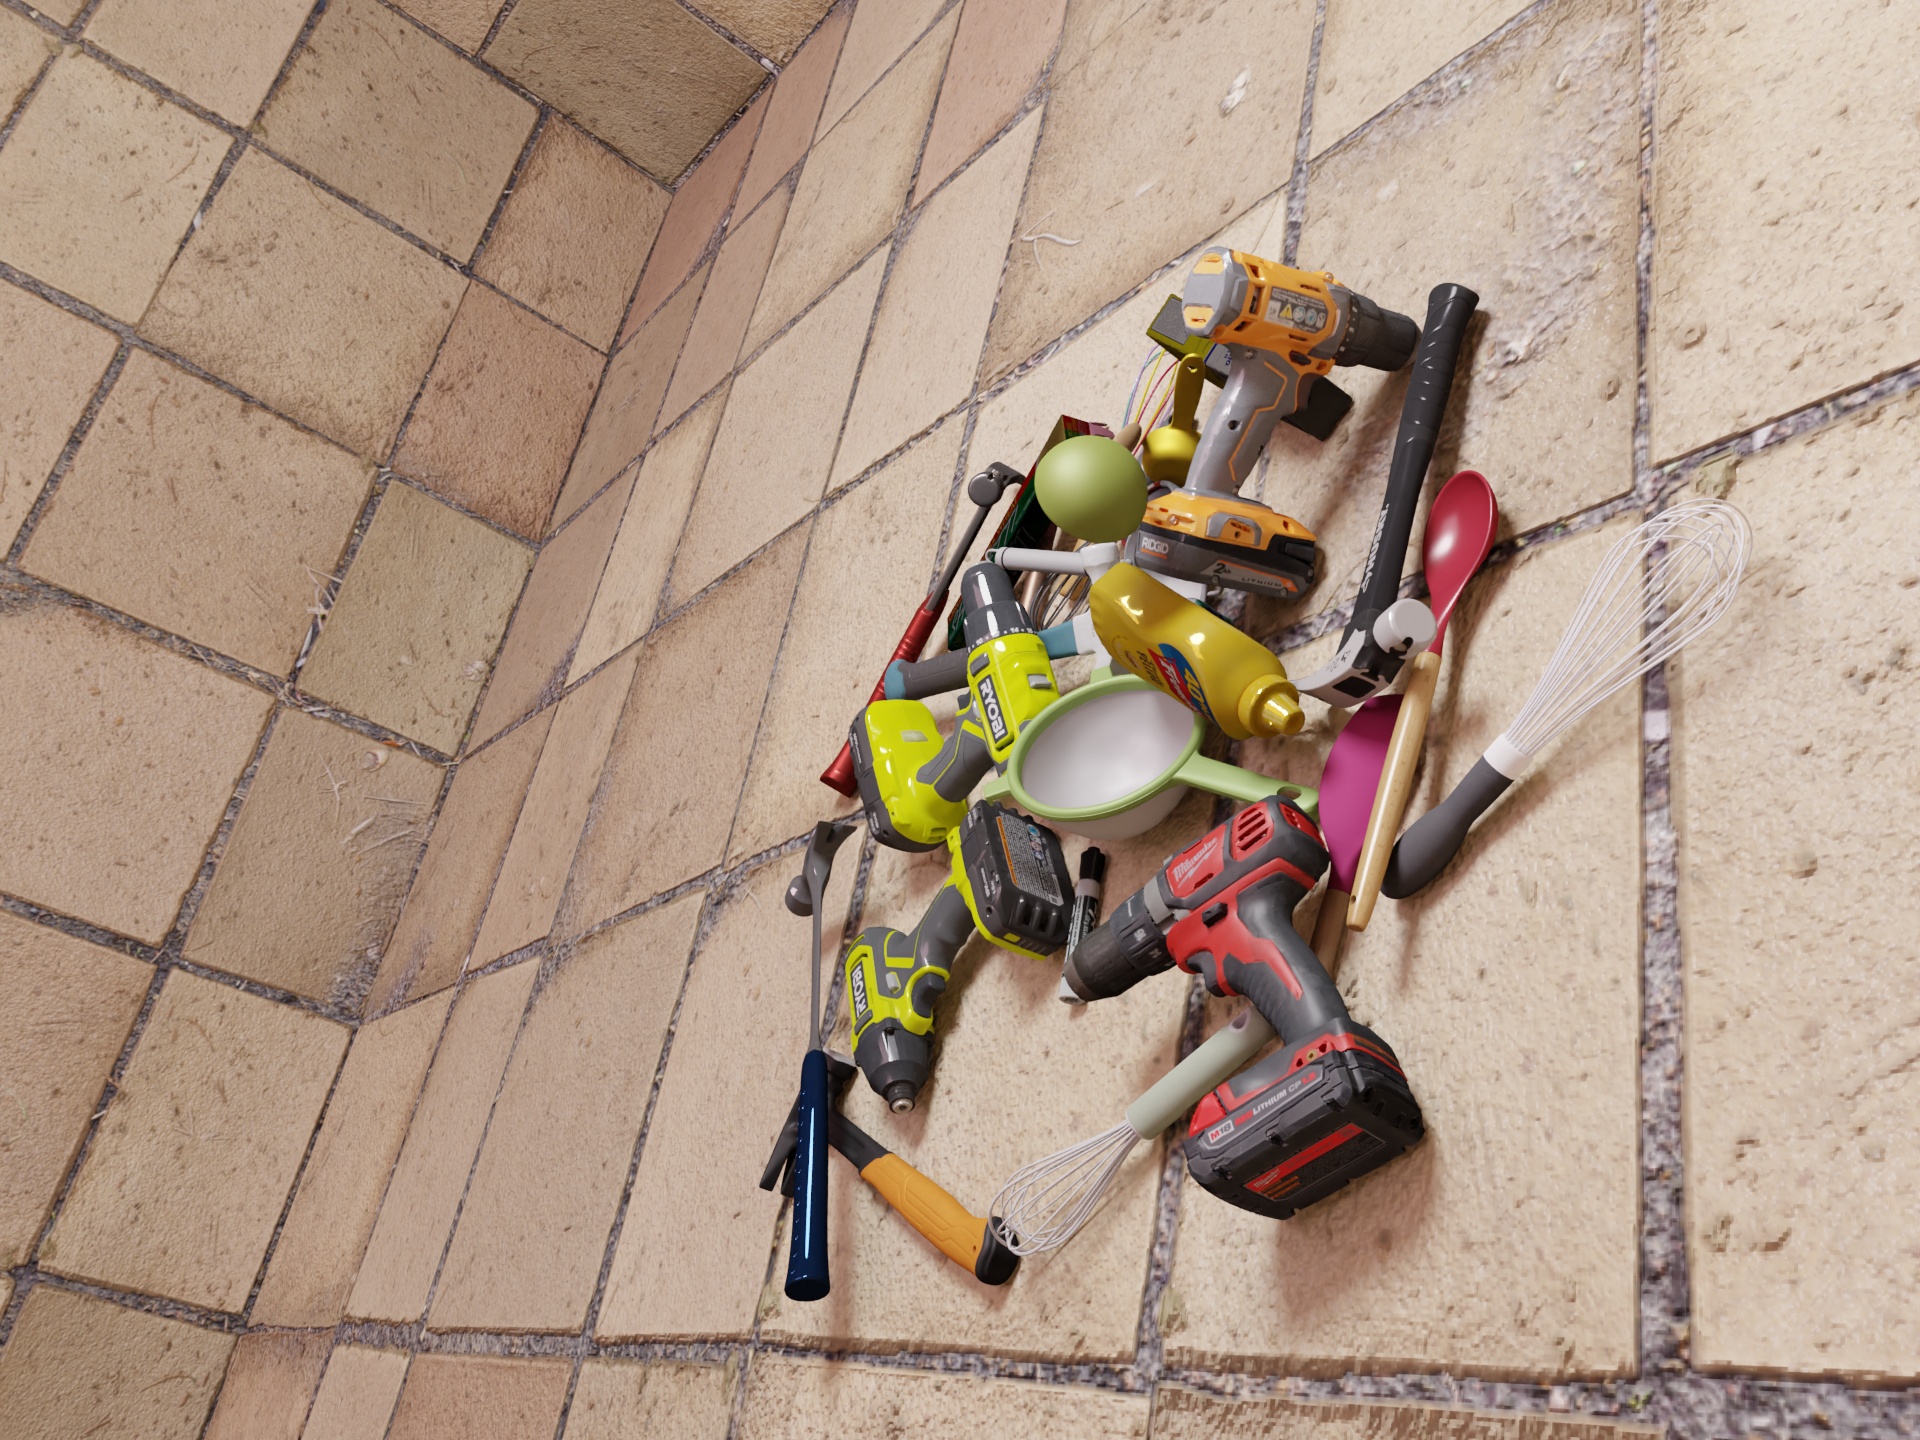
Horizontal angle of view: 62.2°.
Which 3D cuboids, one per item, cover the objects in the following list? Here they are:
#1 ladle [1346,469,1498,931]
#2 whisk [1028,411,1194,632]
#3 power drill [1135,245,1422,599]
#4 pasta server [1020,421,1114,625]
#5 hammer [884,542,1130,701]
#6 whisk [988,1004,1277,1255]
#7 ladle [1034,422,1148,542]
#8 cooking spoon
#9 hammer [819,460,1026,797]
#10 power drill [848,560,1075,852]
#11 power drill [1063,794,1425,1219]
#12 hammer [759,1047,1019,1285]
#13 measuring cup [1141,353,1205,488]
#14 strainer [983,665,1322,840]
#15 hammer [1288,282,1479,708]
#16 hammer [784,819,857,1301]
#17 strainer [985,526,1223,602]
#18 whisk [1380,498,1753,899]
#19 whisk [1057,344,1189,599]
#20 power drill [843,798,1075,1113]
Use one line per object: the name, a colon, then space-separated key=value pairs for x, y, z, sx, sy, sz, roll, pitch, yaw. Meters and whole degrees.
ladle: x=0.276 y=-0.017 z=0.957 sx=0.069 sy=0.031 sz=0.316 roll=-39 pitch=26 yaw=63
whisk: x=0.132 y=-0.164 z=1.349 sx=0.239 sy=0.055 sz=0.055 roll=-58 pitch=28 yaw=-1
power drill: x=0.228 y=-0.204 z=1.127 sx=0.084 sy=0.185 sz=0.226 roll=33 pitch=113 yaw=62
pasta server: x=0.077 y=-0.135 z=1.436 sx=0.060 sy=0.040 sz=0.316 roll=-11 pitch=60 yaw=56
hammer: x=0.033 y=-0.054 z=1.355 sx=0.331 sy=0.033 sz=0.128 roll=-13 pitch=87 yaw=54
whisk: x=0.109 y=0.261 z=1.007 sx=0.246 sy=0.059 sz=0.058 roll=-45 pitch=15 yaw=19
ladle: x=0.110 y=-0.187 z=1.163 sx=0.062 sy=0.078 sz=0.320 roll=-59 pitch=-1 yaw=19
cooking spoon: x=0.222 y=0.128 z=0.962 sx=0.069 sy=0.017 sz=0.319 roll=-4 pitch=61 yaw=54
hammer: x=-0.040 y=-0.086 z=1.541 sx=0.359 sy=0.037 sz=0.149 roll=-61 pitch=-4 yaw=15
power drill: x=-0.002 y=-0.004 z=1.320 sx=0.228 sy=0.080 sz=0.191 roll=-39 pitch=60 yaw=47
power drill: x=0.153 y=0.171 z=0.932 sx=0.188 sy=0.080 sz=0.227 roll=-38 pitch=39 yaw=23
hammer: x=-0.056 y=0.354 z=1.209 sx=0.337 sy=0.034 sz=0.127 roll=11 pitch=74 yaw=61
measuring cup: x=0.175 y=-0.232 z=1.255 sx=0.156 sy=0.062 sz=0.029 roll=85 pitch=-164 yaw=-66
strainer: x=0.151 y=0.048 z=1.119 sx=0.256 sy=0.069 sz=0.151 roll=16 pitch=53 yaw=44
hammer: x=0.293 y=-0.158 z=1.052 sx=0.146 sy=0.035 sz=0.335 roll=124 pitch=167 yaw=-64
hammer: x=-0.118 y=0.262 z=1.293 sx=0.144 sy=0.035 sz=0.406 roll=115 pitch=160 yaw=-45
strainer: x=0.116 y=-0.126 z=1.284 sx=0.259 sy=0.086 sz=0.050 roll=10 pitch=30 yaw=42
whisk: x=0.322 y=-0.004 z=0.874 sx=0.284 sy=0.070 sz=0.070 roll=-55 pitch=28 yaw=24
whisk: x=0.144 y=-0.218 z=1.388 sx=0.047 sy=0.051 sz=0.245 roll=-154 pitch=87 yaw=-83
power drill: x=-0.009 y=0.186 z=1.242 sx=0.223 sy=0.080 sz=0.171 roll=-51 pitch=30 yaw=26
